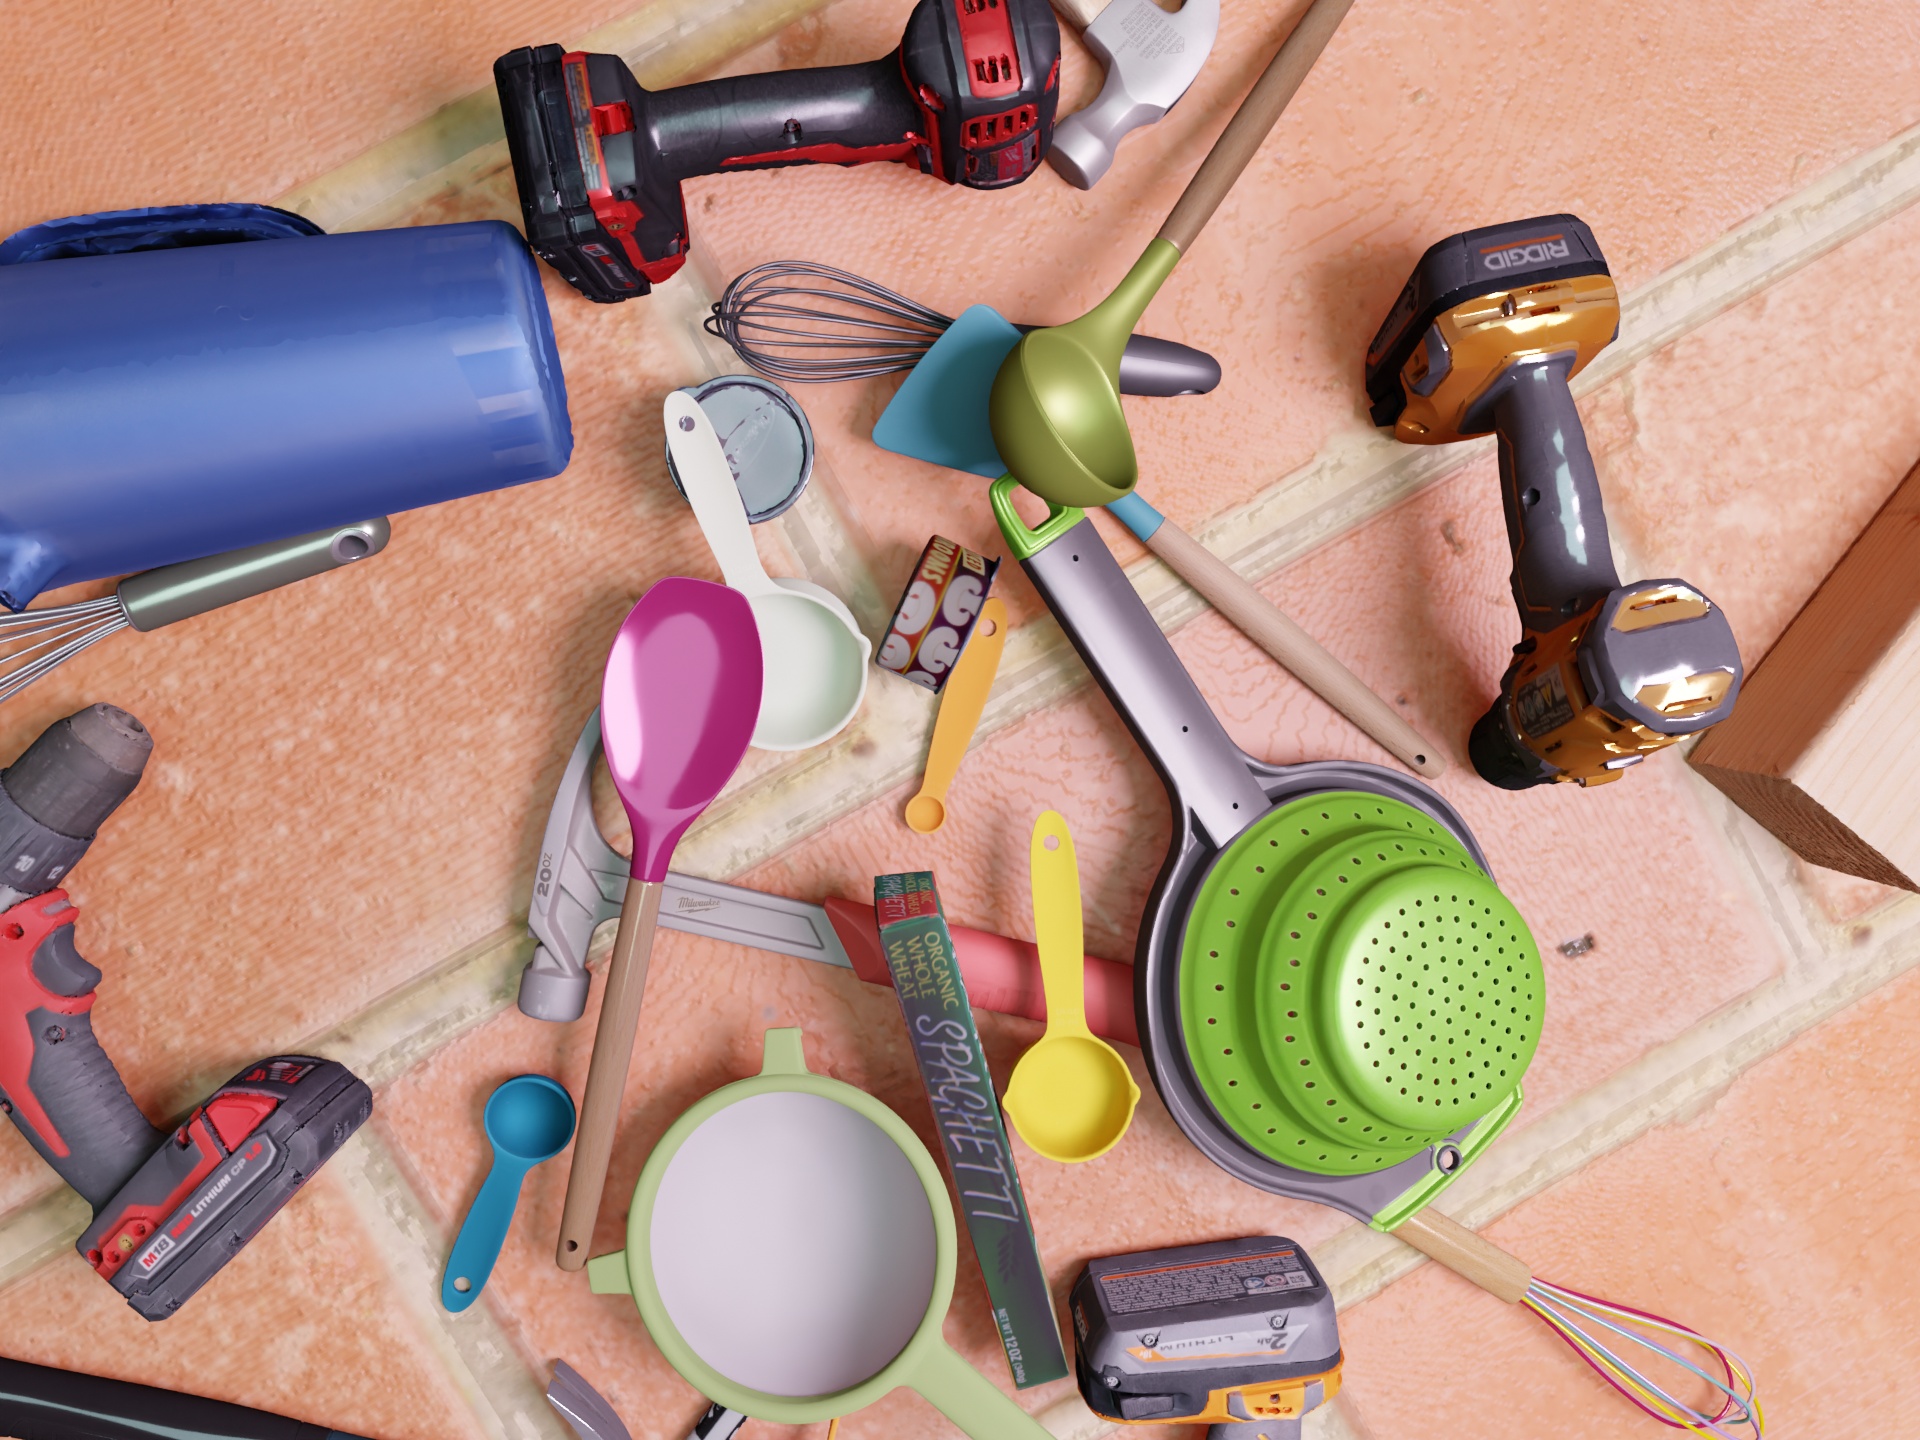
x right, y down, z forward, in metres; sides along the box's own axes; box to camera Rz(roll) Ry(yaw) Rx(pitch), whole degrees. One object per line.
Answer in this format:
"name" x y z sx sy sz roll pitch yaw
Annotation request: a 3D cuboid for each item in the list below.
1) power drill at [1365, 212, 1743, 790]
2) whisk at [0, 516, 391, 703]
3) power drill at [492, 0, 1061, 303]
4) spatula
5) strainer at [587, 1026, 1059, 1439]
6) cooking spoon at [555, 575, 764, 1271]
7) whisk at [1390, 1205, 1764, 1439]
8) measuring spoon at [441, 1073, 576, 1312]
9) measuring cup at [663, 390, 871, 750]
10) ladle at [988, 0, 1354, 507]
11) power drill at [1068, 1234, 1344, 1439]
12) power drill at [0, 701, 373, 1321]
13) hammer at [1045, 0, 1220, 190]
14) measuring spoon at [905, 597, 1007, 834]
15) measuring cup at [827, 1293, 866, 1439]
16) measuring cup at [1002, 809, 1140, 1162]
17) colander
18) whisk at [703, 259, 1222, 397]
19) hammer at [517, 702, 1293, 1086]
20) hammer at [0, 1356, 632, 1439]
"power drill" 0.249 -0.080 0.705 0.084 0.185 0.226 -12 76 -4
"whisk" -0.371 -0.048 0.697 0.246 0.059 0.057 -20 139 -7
"power drill" -0.067 -0.242 0.666 0.219 0.143 0.078 -11 91 2
"spatula" 0.107 -0.067 0.737 0.317 0.044 0.082 38 117 -9
"strainer" -0.030 0.265 0.718 0.256 0.069 0.151 38 92 10
"cooking spoon" -0.144 0.094 0.703 0.068 0.017 0.319 12 97 -5
"whisk" 0.294 0.288 0.788 0.245 0.051 0.047 31 70 -3
"measuring spoon" -0.216 0.220 0.748 0.042 0.021 0.128 23 101 -7
"measuring cup" -0.094 -0.068 0.704 0.083 0.038 0.167 -18 110 3
"ladle" 0.110 -0.224 0.687 0.078 0.062 0.320 42 73 -30
"power drill" 0.108 0.373 0.755 0.164 0.084 0.226 -7 99 -4
"power drill" -0.368 0.123 0.695 0.226 0.080 0.188 44 89 -4
"hammer" -0.015 -0.400 0.706 0.331 0.031 0.130 44 90 -7
"measuring spoon" -0.001 -0.002 0.751 0.021 0.011 0.117 19 89 -7
"measuring cup" -0.089 0.346 0.743 0.052 0.095 0.174 16 74 0
"measuring cup" 0.045 0.120 0.724 0.062 0.029 0.156 -3 83 -4
"colander" 0.142 0.052 0.693 0.204 0.094 0.397 -36 99 -17
"whisk" 0.004 -0.169 0.721 0.239 0.055 0.055 5 94 -10
"hammer" -0.017 0.101 0.743 0.359 0.037 0.149 13 93 -6
"hammer" -0.309 0.341 0.737 0.331 0.033 0.128 14 94 -6
